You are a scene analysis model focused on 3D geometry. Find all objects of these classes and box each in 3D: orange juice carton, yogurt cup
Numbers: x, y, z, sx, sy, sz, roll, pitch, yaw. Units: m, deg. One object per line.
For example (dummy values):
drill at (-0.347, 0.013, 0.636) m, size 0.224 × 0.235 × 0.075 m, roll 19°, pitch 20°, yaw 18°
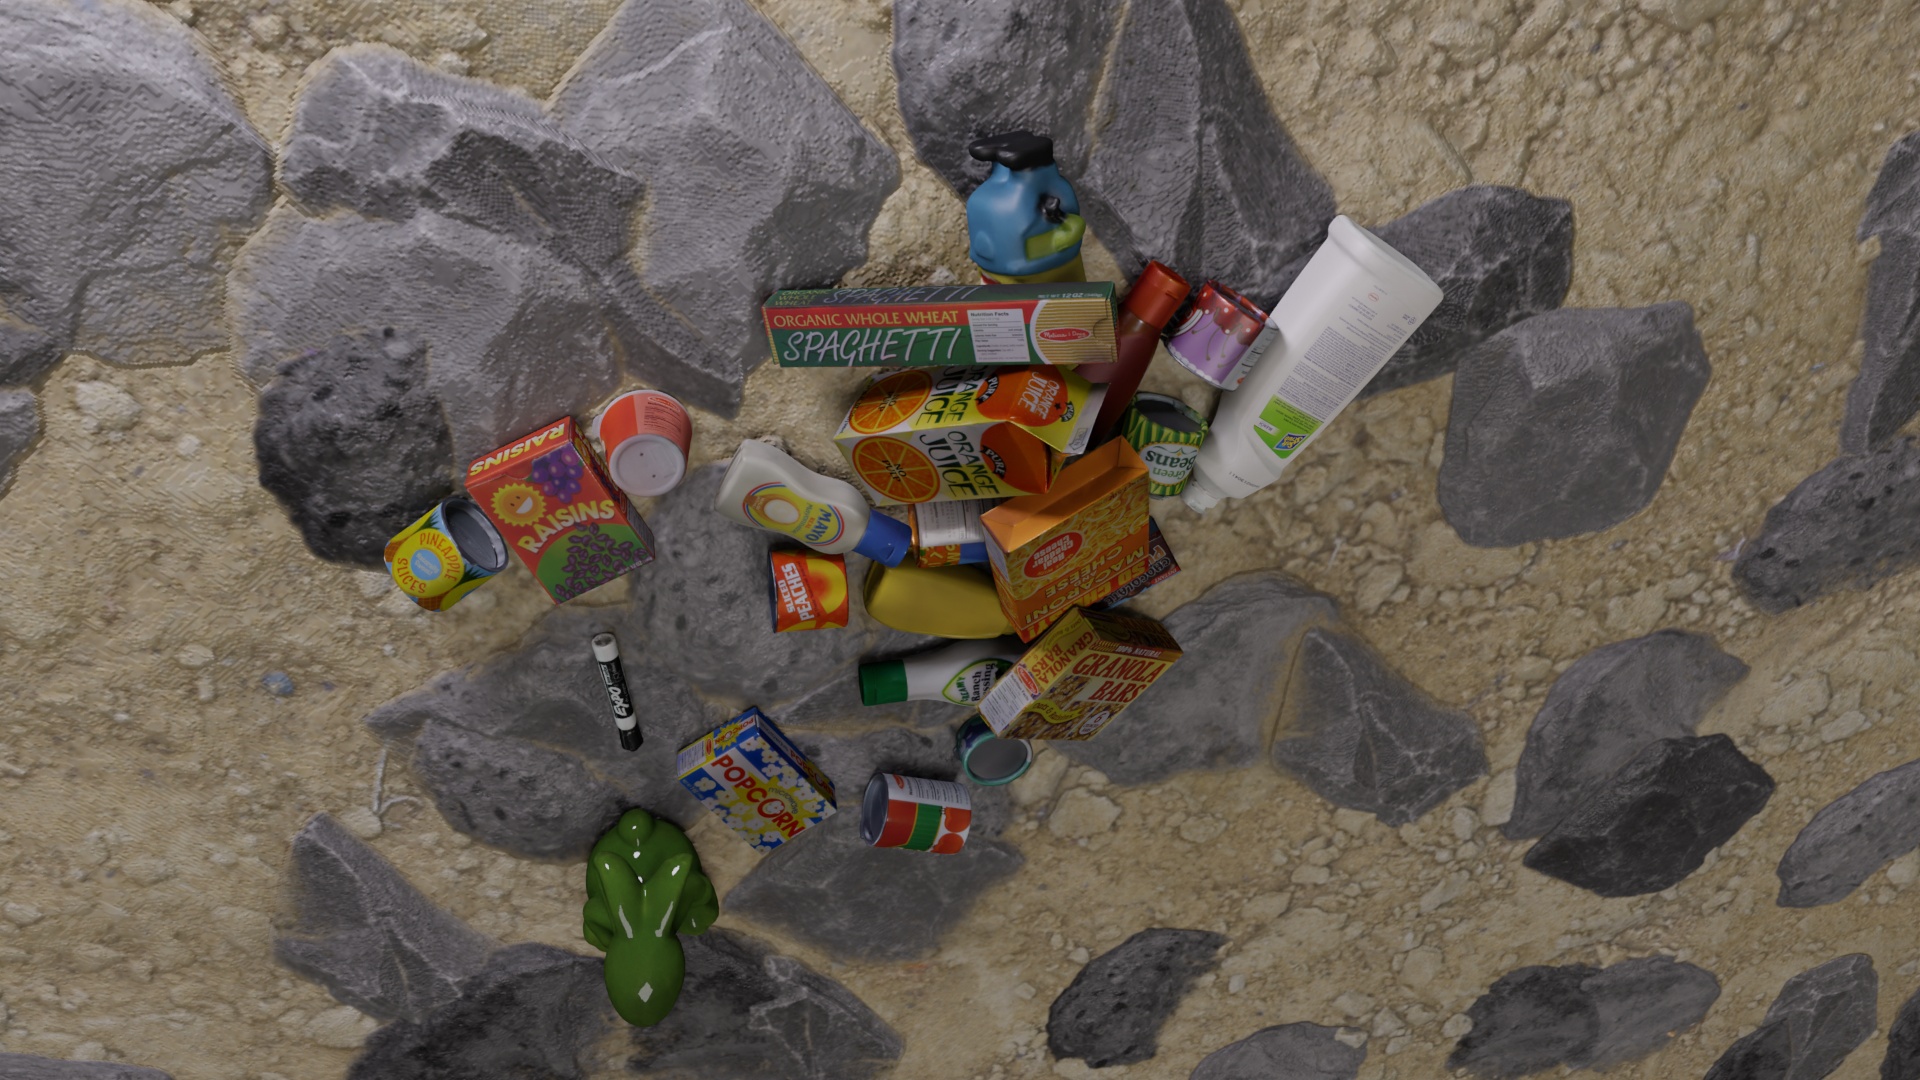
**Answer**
orange juice carton at (0.013, -0.079, 0.989) m, size 0.192 × 0.072 × 0.072 m, roll -3°, pitch 135°, yaw 34°
yogurt cup at (-0.228, -0.068, 1.007) m, size 0.072 × 0.054 × 0.072 m, roll -7°, pitch 126°, yaw -10°

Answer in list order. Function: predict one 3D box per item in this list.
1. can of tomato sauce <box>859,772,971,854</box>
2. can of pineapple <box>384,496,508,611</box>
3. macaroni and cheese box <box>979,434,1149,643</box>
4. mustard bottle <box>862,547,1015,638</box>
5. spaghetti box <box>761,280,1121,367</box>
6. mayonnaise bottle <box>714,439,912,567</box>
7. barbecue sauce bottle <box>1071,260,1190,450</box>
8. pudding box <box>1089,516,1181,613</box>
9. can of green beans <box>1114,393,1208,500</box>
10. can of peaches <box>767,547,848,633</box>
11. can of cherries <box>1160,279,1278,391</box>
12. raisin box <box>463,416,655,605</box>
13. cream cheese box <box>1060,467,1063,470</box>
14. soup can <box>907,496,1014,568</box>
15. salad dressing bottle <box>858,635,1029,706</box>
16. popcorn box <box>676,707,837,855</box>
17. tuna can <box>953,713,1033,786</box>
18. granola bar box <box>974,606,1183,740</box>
can of tomato sauce at (-0.041, 0.251, 1.266) m, size 0.083 × 0.071 × 0.071 m, roll 12°, pitch 121°, yaw -22°
can of pineapple at (-0.376, 0.011, 1.015) m, size 0.058 × 0.071 × 0.071 m, roll -34°, pitch 125°, yaw 10°
macaroni and cheese box at (0.084, 0.003, 1.063) m, size 0.124 × 0.040 × 0.165 m, roll -30°, pitch 153°, yaw -8°
mustard bottle at (0.001, 0.051, 1.149) m, size 0.160 × 0.049 × 0.065 m, roll 14°, pitch 117°, yaw -23°
spaghetti box at (-0.015, -0.148, 0.956) m, size 0.250 × 0.029 × 0.050 m, roll 2°, pitch 126°, yaw 17°
mayonnaise bottle at (-0.110, -0.023, 1.065) m, size 0.148 × 0.041 × 0.064 m, roll 23°, pitch 121°, yaw -18°
barbecue sauce bottle at (0.116, -0.140, 1.049) m, size 0.065 × 0.044 × 0.148 m, roll 24°, pitch 115°, yaw -27°
pudding box at (0.138, 0.022, 1.175) m, size 0.083 × 0.030 × 0.049 m, roll -28°, pitch 127°, yaw 6°
can of green beans at (0.154, -0.075, 1.089) m, size 0.071 × 0.071 × 0.057 m, roll 8°, pitch 122°, yaw -19°
can of peaches at (-0.121, 0.039, 1.097) m, size 0.058 × 0.071 × 0.071 m, roll -4°, pitch 125°, yaw -13°
can of cherries at (0.194, -0.156, 1.045) m, size 0.071 × 0.072 × 0.058 m, roll 22°, pitch 116°, yaw -26°
raisin box at (-0.295, -0.021, 1.032) m, size 0.086 × 0.040 × 0.123 m, roll -24°, pitch 126°, yaw 4°
cream cheese box at (0.055, -0.059, 1.084) m, size 0.024 × 0.053 × 0.103 m, roll -39°, pitch 124°, yaw 15°
soup can at (0.004, -0.014, 1.097) m, size 0.084 × 0.071 × 0.071 m, roll -6°, pitch 125°, yaw -9°
salad dressing bottle at (-0.012, 0.116, 1.194) m, size 0.148 × 0.044 × 0.064 m, roll -6°, pitch 127°, yaw -10°
popcorn box at (-0.178, 0.213, 1.223) m, size 0.085 × 0.038 × 0.126 m, roll -32°, pitch 125°, yaw 8°
tuna can at (0.029, 0.190, 1.262) m, size 0.071 × 0.033 × 0.070 m, roll -7°, pitch 125°, yaw -10°
granola bar box at (0.103, 0.116, 1.181) m, size 0.124 × 0.039 × 0.165 m, roll -46°, pitch 151°, yaw 18°
